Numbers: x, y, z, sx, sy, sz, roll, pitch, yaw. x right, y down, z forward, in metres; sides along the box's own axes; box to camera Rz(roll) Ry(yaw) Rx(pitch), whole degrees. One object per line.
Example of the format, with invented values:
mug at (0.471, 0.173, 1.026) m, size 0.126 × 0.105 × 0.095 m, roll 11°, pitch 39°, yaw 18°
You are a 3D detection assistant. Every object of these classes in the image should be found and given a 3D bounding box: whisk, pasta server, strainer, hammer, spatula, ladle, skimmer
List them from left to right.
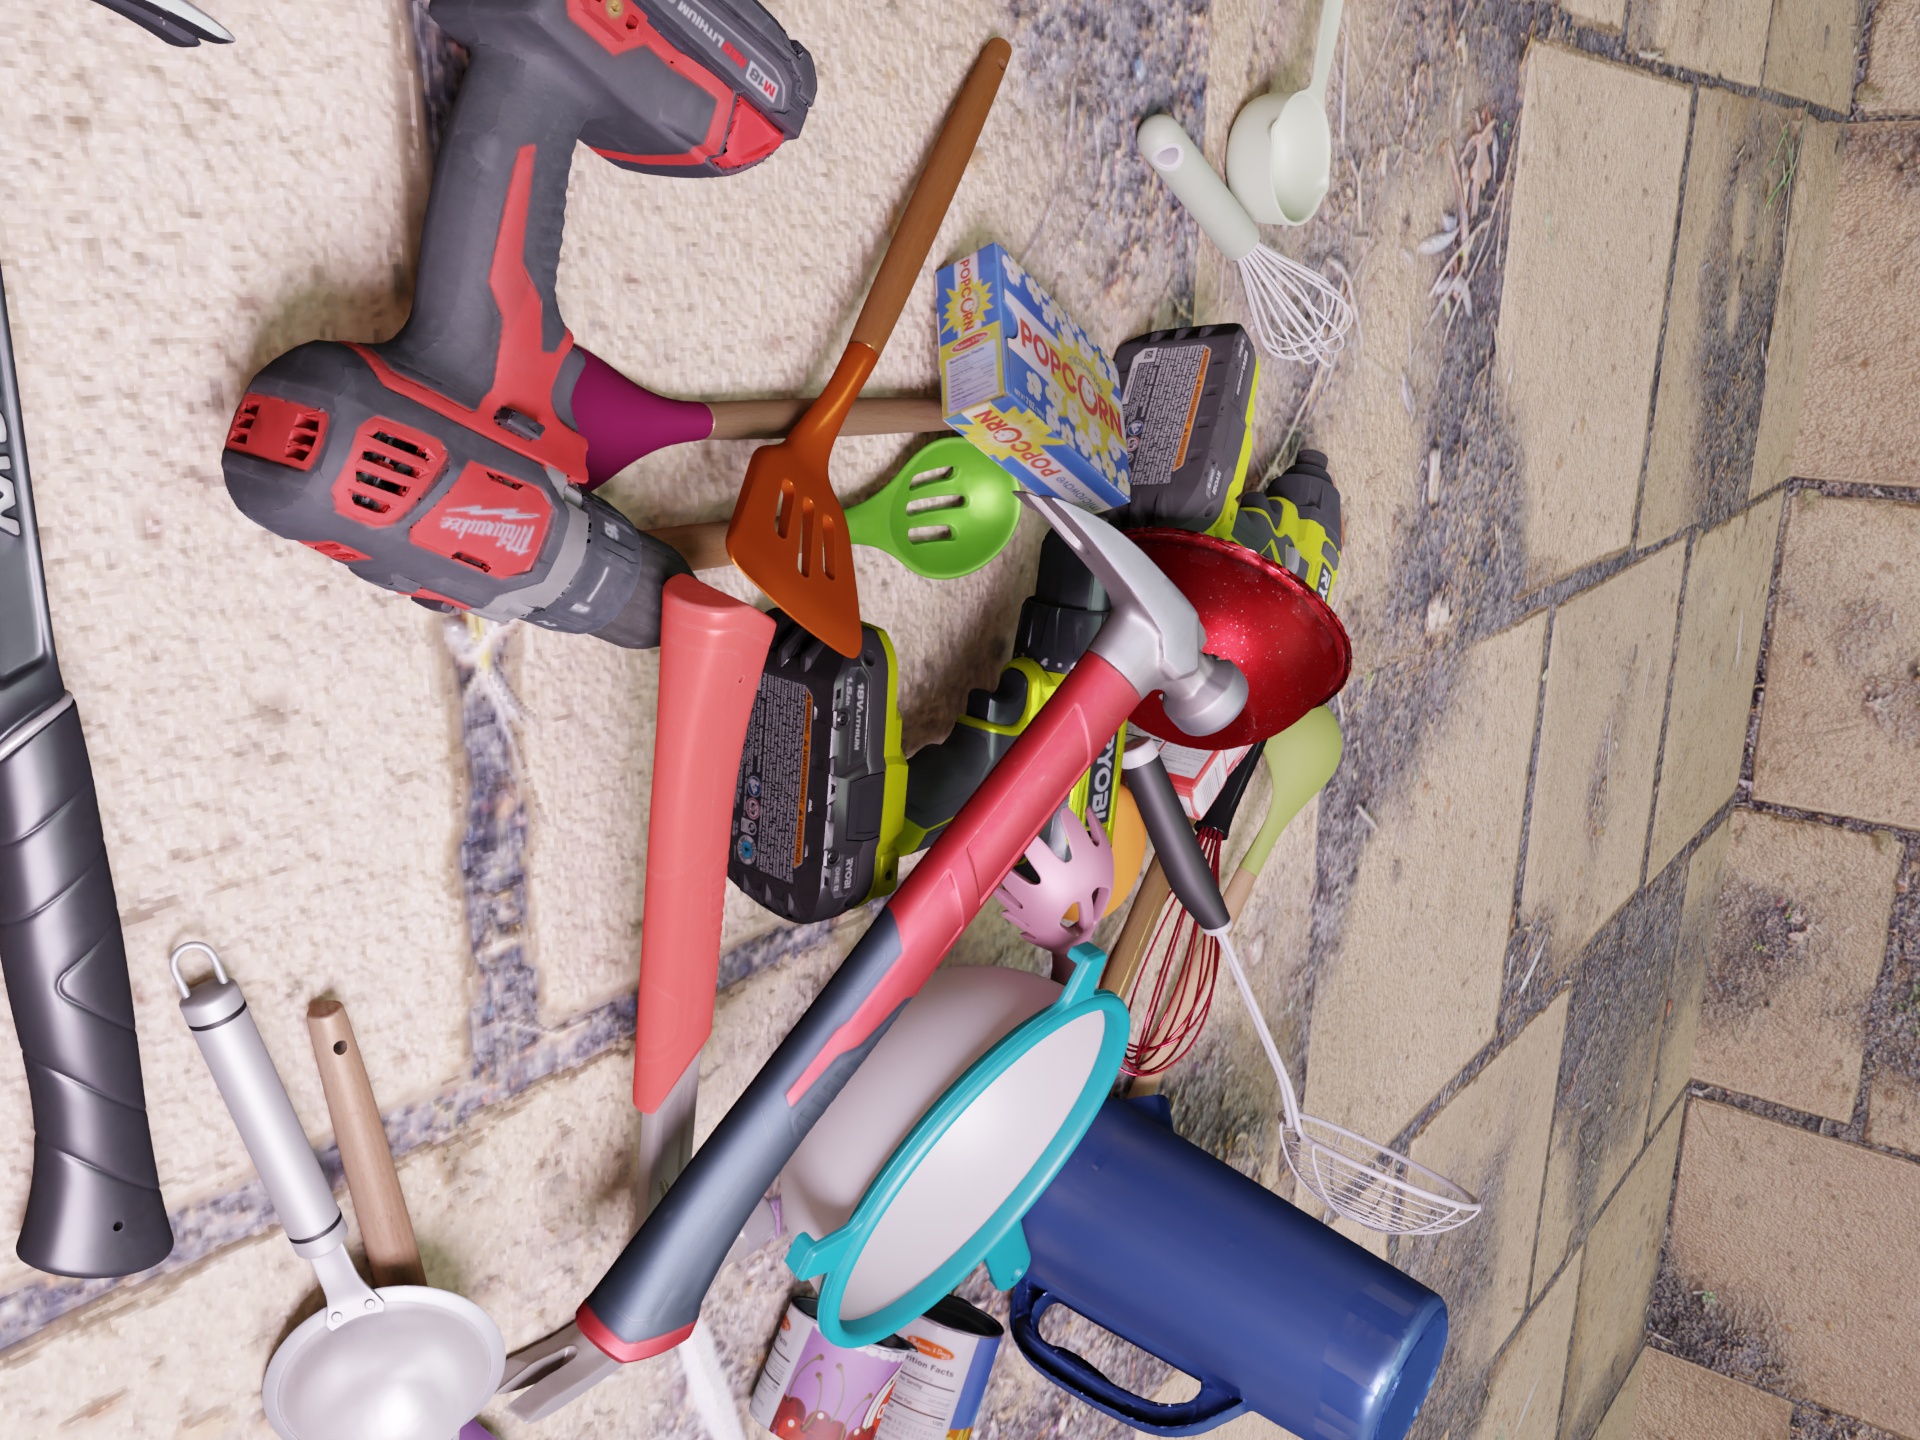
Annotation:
hammer at (-0.268, -0.019, 0.458) m, size 0.149 × 0.036 × 0.408 m, roll -20°, pitch 117°, yaw -50°
strainer at (-0.228, 0.190, 0.567) m, size 0.087 × 0.050 × 0.258 m, roll -19°, pitch 112°, yaw -13°
spatula at (-0.215, 0.247, 0.626) m, size 0.060 × 0.018 × 0.315 m, roll -22°, pitch 119°, yaw -35°
hammer at (-0.121, 0.114, 0.638) m, size 0.149 × 0.037 × 0.358 m, roll -25°, pitch 132°, yaw -48°
hammer at (-0.035, 0.087, 0.656) m, size 0.143 × 0.038 × 0.386 m, roll 44°, pitch 79°, yaw -30°
spatula at (-0.027, -0.180, 0.690) m, size 0.080 × 0.041 × 0.323 m, roll 40°, pitch 61°, yaw -40°
strainer at (-0.012, 0.227, 0.835) m, size 0.211 × 0.095 × 0.340 m, roll -44°, pitch 154°, yaw -19°
pasta server at (0.051, 0.136, 0.848) m, size 0.060 × 0.040 × 0.316 m, roll -30°, pitch 154°, yaw -14°
ladle at (0.129, 0.079, 0.989) m, size 0.069 × 0.031 × 0.315 m, roll 36°, pitch 66°, yaw -26°
whisk at (0.157, 0.091, 1.034) m, size 0.073 × 0.073 × 0.296 m, roll 46°, pitch 60°, yaw -49°
ladle at (0.177, 0.124, 1.095) m, size 0.078 × 0.062 × 0.320 m, roll 31°, pitch 83°, yaw -38°
whisk at (0.171, -0.282, 0.948) m, size 0.246 × 0.058 × 0.059 m, roll 30°, pitch 43°, yaw -50°
skimmer at (0.198, 0.157, 0.943) m, size 0.090 × 0.127 × 0.363 m, roll -29°, pitch 104°, yaw -13°

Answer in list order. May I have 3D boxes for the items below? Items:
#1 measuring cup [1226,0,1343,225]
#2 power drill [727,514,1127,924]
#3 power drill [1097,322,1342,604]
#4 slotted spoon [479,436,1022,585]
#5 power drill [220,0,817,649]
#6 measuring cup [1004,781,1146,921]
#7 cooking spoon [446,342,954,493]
measuring cup at (0.198, -0.380, 0.954) m, size 0.083 × 0.038 × 0.167 m, roll 14°, pitch 88°, yaw -54°
power drill at (-0.001, -0.002, 0.757) m, size 0.228 × 0.080 × 0.190 m, roll -8°, pitch 108°, yaw -46°
power drill at (0.164, -0.128, 0.944) m, size 0.223 × 0.080 × 0.171 m, roll 39°, pitch 62°, yaw -50°
slotted spoon at (-0.082, -0.082, 0.690) m, size 0.313 × 0.031 × 0.070 m, roll -16°, pitch 115°, yaw -48°
power drill at (-0.129, -0.139, 0.546) m, size 0.187 × 0.080 × 0.227 m, roll 25°, pitch 83°, yaw -57°
measuring cup at (0.055, 0.046, 0.887) m, size 0.095 × 0.052 × 0.173 m, roll -56°, pitch 141°, yaw -26°
cooking spoon at (-0.089, -0.127, 0.670) m, size 0.319 × 0.017 × 0.068 m, roll -15°, pitch 113°, yaw -49°
